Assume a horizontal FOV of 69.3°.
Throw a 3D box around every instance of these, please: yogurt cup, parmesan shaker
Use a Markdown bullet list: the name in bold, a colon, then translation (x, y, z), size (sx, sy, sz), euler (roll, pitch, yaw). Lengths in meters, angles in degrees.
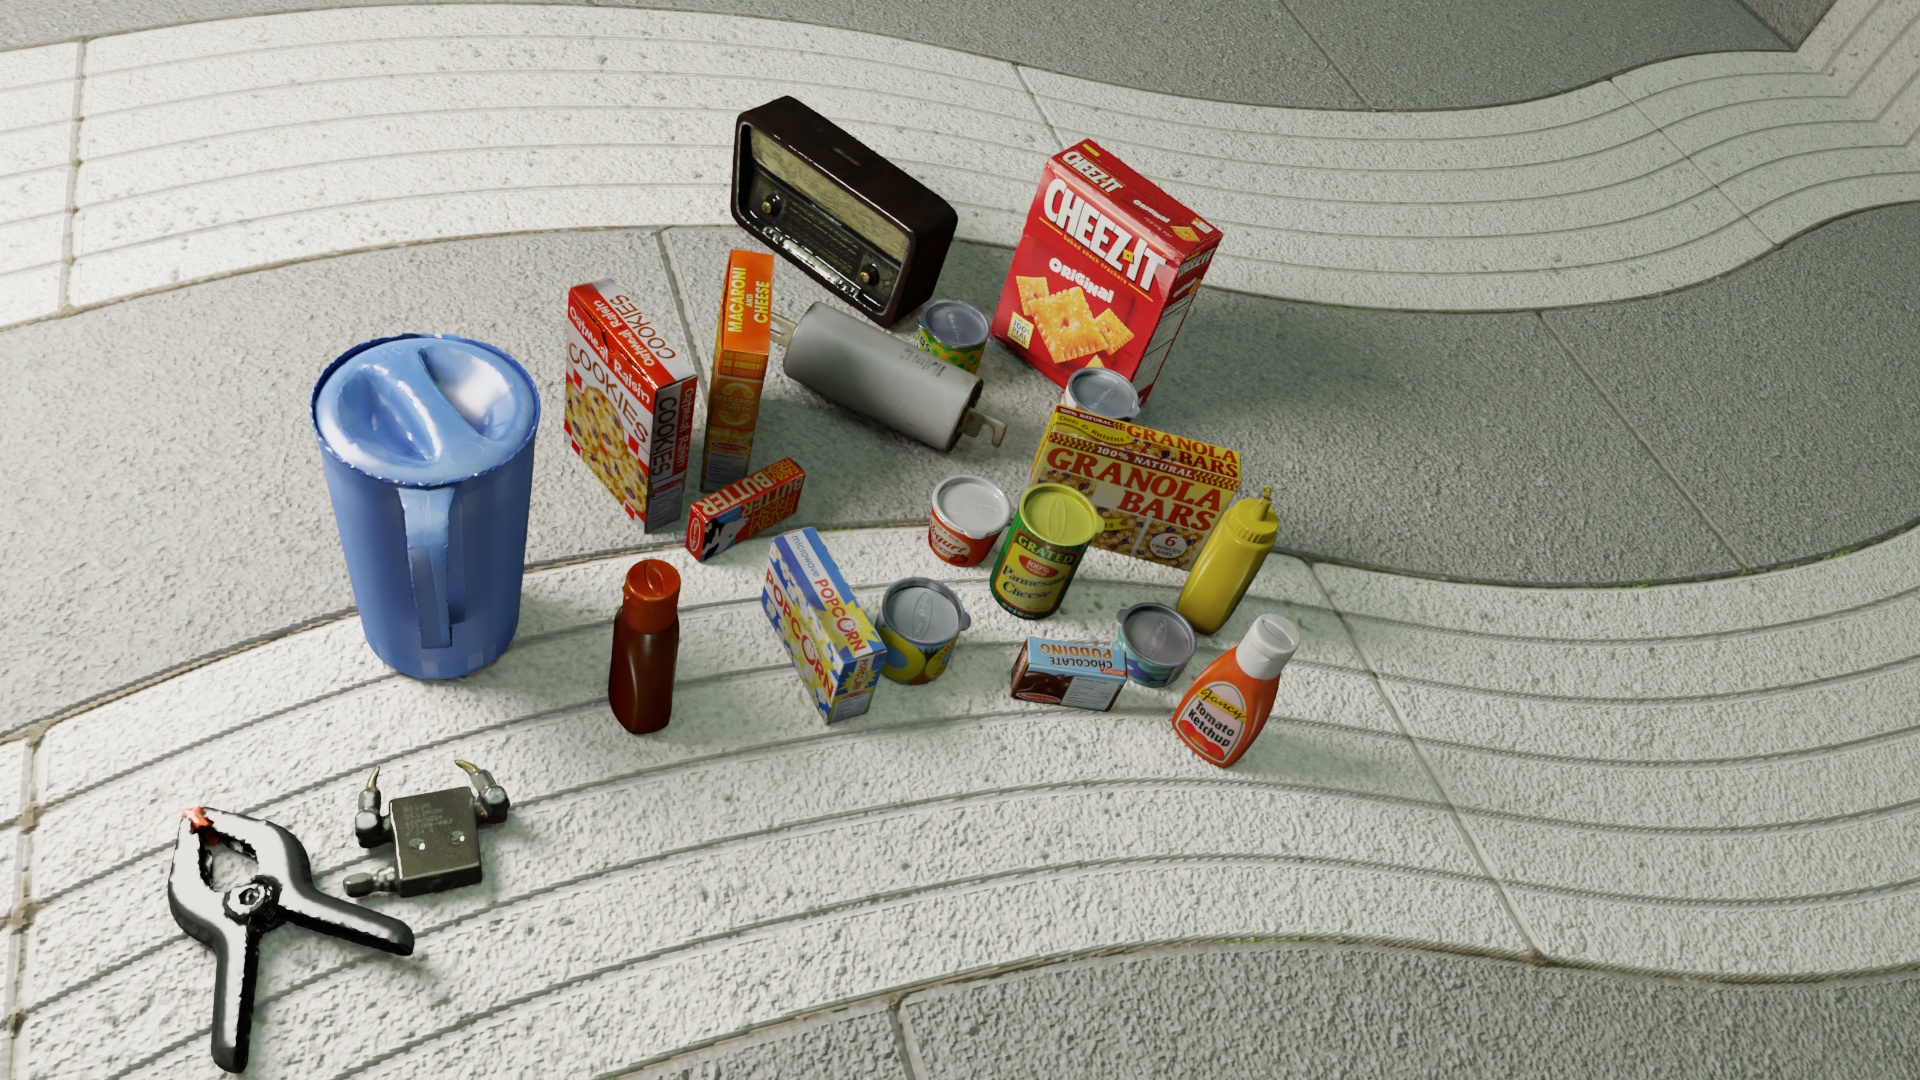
- **yogurt cup**: translation (0.004, -0.015, 1.179), size (0.072, 0.053, 0.073), euler (9, 48, -10)
- **parmesan shaker**: translation (0.070, 0.011, 1.144), size (0.071, 0.102, 0.072), euler (9, 48, -10)

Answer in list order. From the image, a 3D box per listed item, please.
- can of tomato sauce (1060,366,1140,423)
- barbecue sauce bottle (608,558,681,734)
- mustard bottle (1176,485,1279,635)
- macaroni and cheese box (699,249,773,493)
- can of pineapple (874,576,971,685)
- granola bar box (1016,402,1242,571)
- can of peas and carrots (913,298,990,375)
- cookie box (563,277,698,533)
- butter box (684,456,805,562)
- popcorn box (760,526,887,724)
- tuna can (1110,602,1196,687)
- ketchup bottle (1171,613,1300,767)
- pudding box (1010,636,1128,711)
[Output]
- **can of tomato sauce**: translation (0.121, -0.106, 1.275), size (0.071, 0.082, 0.071), euler (9, 48, -10)
- **barbecue sauce bottle**: translation (-0.220, 0.072, 0.971), size (0.044, 0.147, 0.065), euler (-10, 54, -25)
- **mustard bottle**: translation (0.227, 0.012, 1.154), size (0.049, 0.159, 0.066), euler (28, 48, 7)
- **macaroni and cheese box**: translation (-0.186, -0.137, 1.150), size (0.040, 0.165, 0.124), euler (6, 49, -12)
- **can of pineapple**: translation (-0.033, 0.072, 1.090), size (0.071, 0.057, 0.071), euler (9, 48, -10)
- **granola bar box**: translation (0.143, -0.044, 1.200), size (0.166, 0.123, 0.039), euler (15, 48, -5)
- **can of peas and carrots**: translation (-0.013, -0.186, 1.318), size (0.071, 0.058, 0.071), euler (9, 48, -10)
- **cookie box**: translation (-0.264, -0.104, 1.097), size (0.040, 0.166, 0.123), euler (-28, 63, -34)
- **butter box**: translation (-0.176, -0.026, 1.133), size (0.104, 0.052, 0.024), euler (-31, 65, -35)
- **popcorn box**: translation (-0.107, 0.064, 1.056), size (0.038, 0.084, 0.127), euler (-16, 57, -28)
- **tuna can**: translation (0.157, 0.086, 1.154), size (0.071, 0.032, 0.071), euler (9, 48, -10)
- **ketchup bottle**: translation (0.216, 0.113, 1.070), size (0.065, 0.148, 0.044), euler (40, 51, 18)
- **pudding box**: translation (0.086, 0.106, 1.103), size (0.084, 0.049, 0.030), euler (9, 49, -10)
